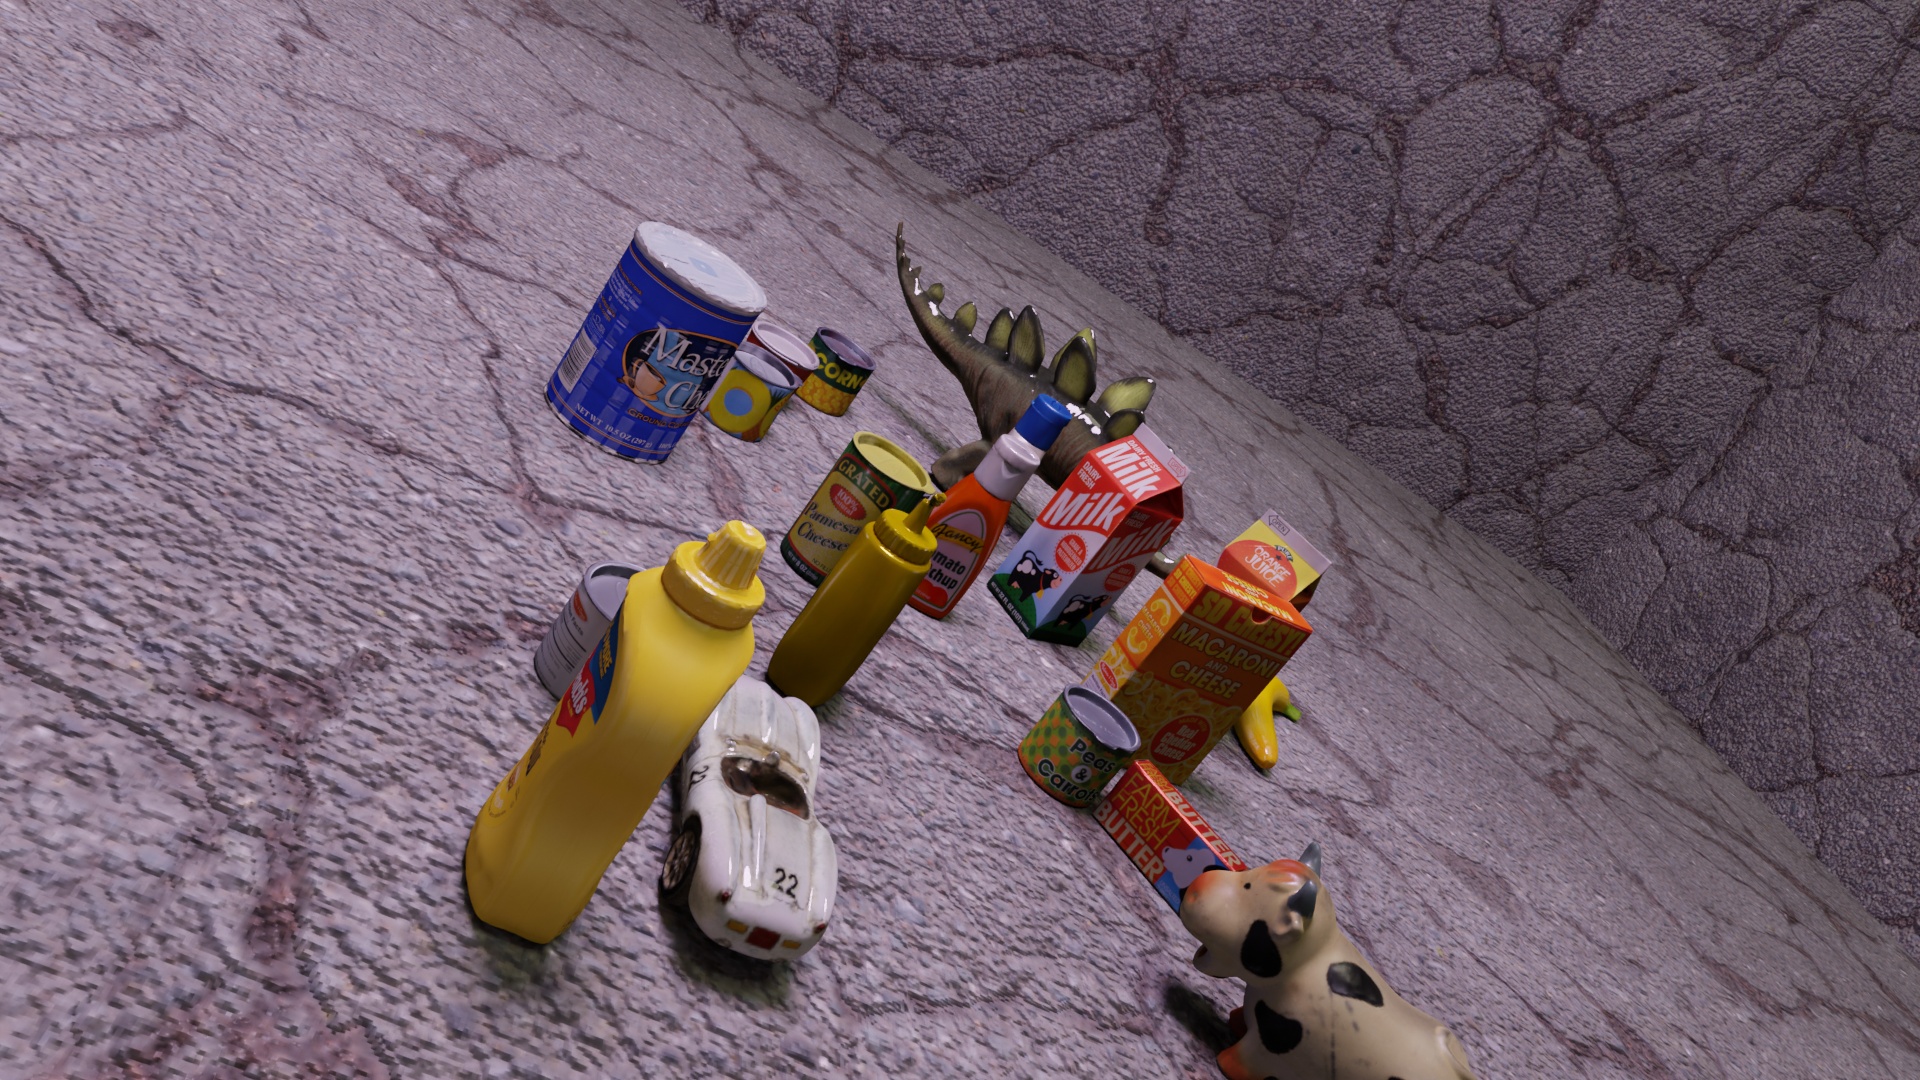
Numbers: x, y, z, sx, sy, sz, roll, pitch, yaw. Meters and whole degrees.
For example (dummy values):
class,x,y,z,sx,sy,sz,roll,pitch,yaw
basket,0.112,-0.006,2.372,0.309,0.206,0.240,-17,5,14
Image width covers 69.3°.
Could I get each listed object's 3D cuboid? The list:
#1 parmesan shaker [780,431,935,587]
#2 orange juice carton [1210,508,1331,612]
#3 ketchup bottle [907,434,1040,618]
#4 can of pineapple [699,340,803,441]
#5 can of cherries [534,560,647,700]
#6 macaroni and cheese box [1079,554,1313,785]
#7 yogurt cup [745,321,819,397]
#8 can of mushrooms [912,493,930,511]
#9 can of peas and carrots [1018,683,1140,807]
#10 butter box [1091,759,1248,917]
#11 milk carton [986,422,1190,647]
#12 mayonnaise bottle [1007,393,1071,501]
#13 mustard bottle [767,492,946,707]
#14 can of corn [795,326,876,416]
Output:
class,x,y,z,sx,sy,sz,roll,pitch,yaw
parmesan shaker,-0.075,-0.017,1.006,0.071,0.102,0.071,32,20,-13
orange juice carton,0.231,0.068,1.190,0.072,0.192,0.073,44,21,22
ketchup bottle,0.004,-0.013,1.061,0.065,0.148,0.044,33,19,-9
can of pineapple,-0.175,-0.122,1.144,0.071,0.057,0.071,32,20,-13
can of cherries,-0.180,0.054,0.736,0.071,0.058,0.072,32,20,-13
macaroni and cheese box,0.168,0.102,1.048,0.123,0.166,0.040,23,23,-34
yogurt cup,-0.168,-0.155,1.236,0.072,0.053,0.073,32,20,-13
can of mushrooms,-0.059,-0.046,1.201,0.071,0.033,0.071,32,20,-13
can of peas and carrots,0.083,0.144,0.969,0.071,0.058,0.071,32,20,-13
butter box,0.140,0.203,0.942,0.104,0.053,0.024,48,22,29
milk carton,0.115,-0.005,1.166,0.073,0.190,0.072,15,29,-47
mayonnaise bottle,0.042,-0.062,1.236,0.041,0.147,0.065,34,19,-6
mustard bottle,-0.057,0.029,0.846,0.049,0.159,0.065,39,19,6
can of corn,-0.122,-0.158,1.313,0.071,0.058,0.071,32,20,-13
